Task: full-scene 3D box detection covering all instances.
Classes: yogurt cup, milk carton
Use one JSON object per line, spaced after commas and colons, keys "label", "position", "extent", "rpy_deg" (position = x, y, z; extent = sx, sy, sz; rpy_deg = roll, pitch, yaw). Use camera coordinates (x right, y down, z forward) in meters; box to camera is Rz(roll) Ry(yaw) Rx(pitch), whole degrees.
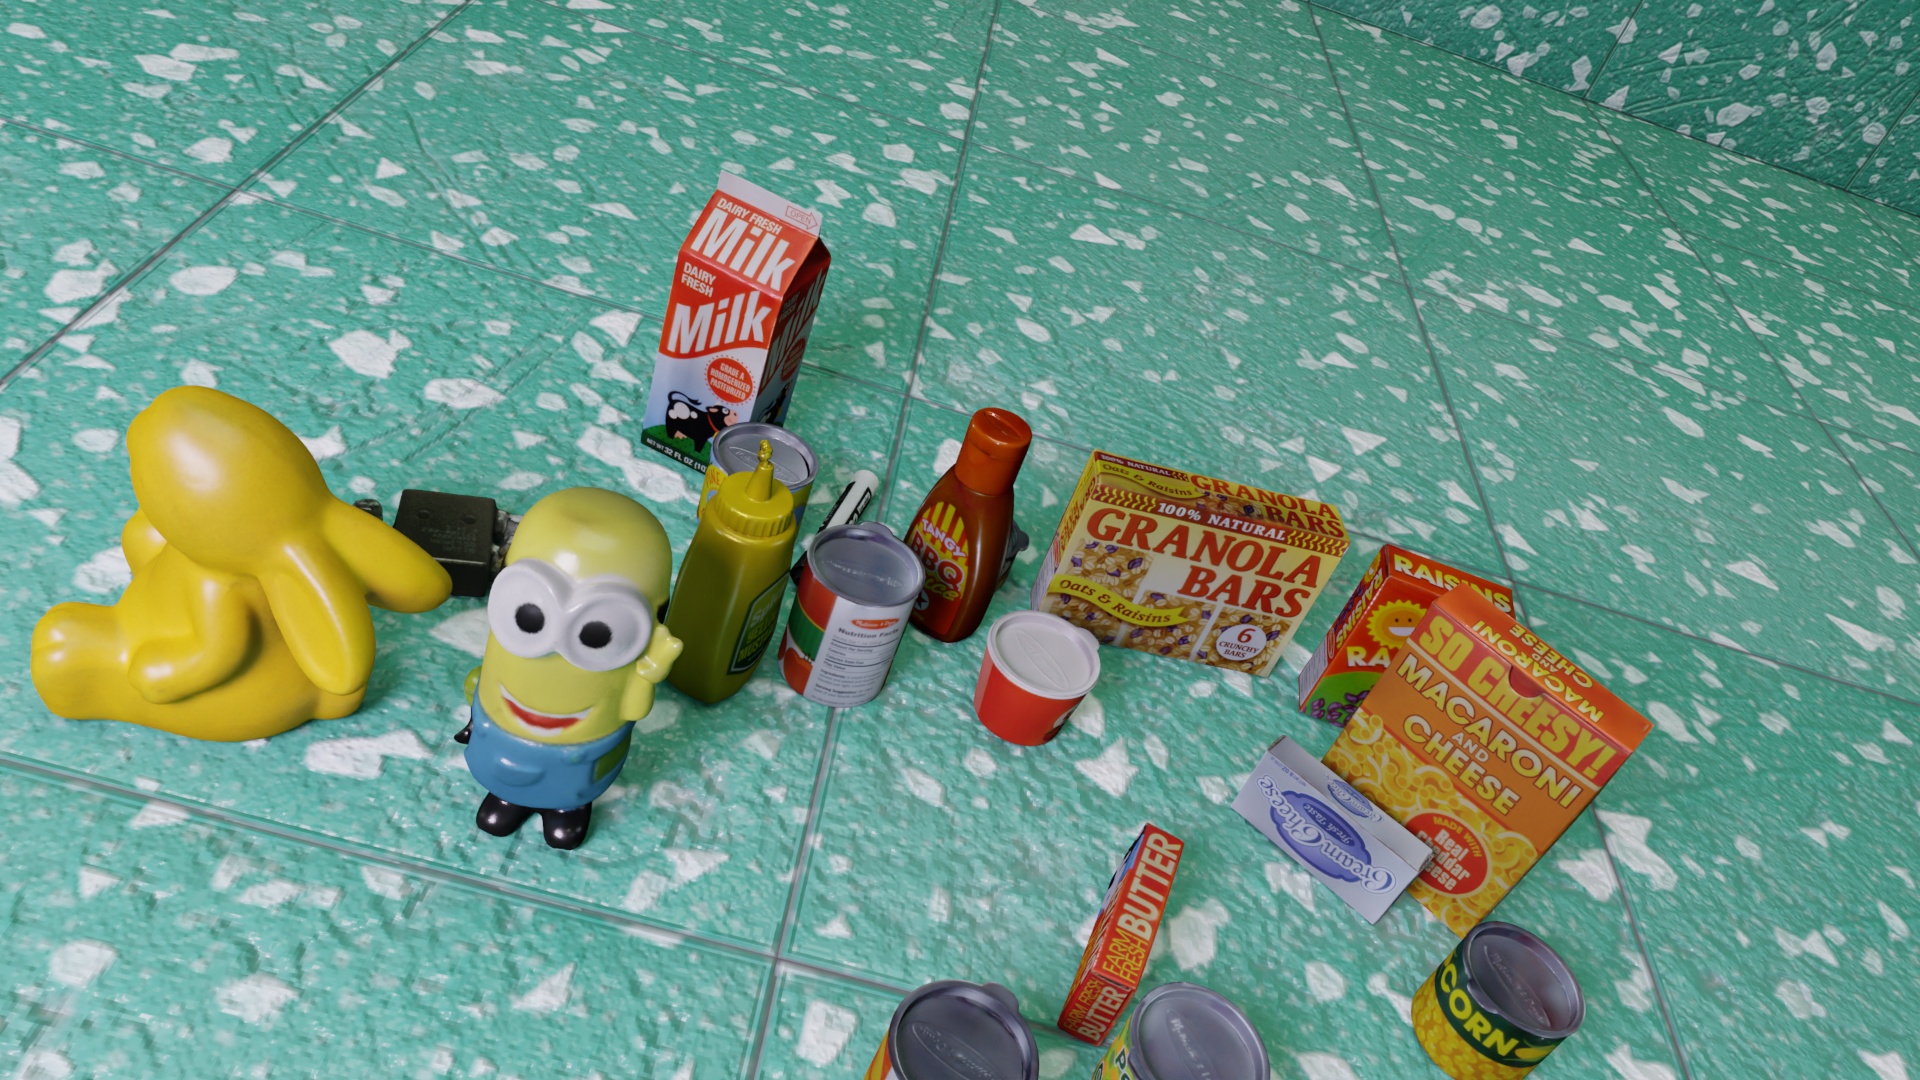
{"label": "yogurt cup", "position": [0.041, 0.082, 0.807], "extent": [0.072, 0.053, 0.073], "rpy_deg": [13, 38, -10]}
{"label": "milk carton", "position": [-0.139, -0.135, 0.876], "extent": [0.072, 0.189, 0.074], "rpy_deg": [26, 37, 6]}

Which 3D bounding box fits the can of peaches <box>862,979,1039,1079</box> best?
{"label": "can of peaches", "position": [-0.005, 0.232, 0.598], "extent": [0.071, 0.057, 0.071], "rpy_deg": [13, 38, -10]}

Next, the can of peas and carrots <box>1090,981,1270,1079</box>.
{"label": "can of peas and carrots", "position": [0.096, 0.246, 0.629], "extent": [0.071, 0.058, 0.071], "rpy_deg": [13, 38, -10]}

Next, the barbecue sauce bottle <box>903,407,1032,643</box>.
{"label": "barbecue sauce bottle", "position": [0.003, -0.010, 0.825], "extent": [0.065, 0.147, 0.044], "rpy_deg": [40, 41, 23]}

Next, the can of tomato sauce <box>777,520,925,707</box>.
{"label": "can of tomato sauce", "position": [-0.063, 0.042, 0.783], "extent": [0.071, 0.082, 0.071], "rpy_deg": [13, 38, -10]}

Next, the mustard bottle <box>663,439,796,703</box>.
{"label": "mustard bottle", "position": [-0.117, 0.014, 0.728], "extent": [0.049, 0.159, 0.066], "rpy_deg": [29, 38, 10]}

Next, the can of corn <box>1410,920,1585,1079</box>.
{"label": "can of corn", "position": [0.275, 0.242, 0.719], "extent": [0.071, 0.058, 0.071], "rpy_deg": [13, 38, -10]}

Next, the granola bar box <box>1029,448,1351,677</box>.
{"label": "granola bar box", "position": [0.141, 0.017, 0.877], "extent": [0.166, 0.123, 0.039], "rpy_deg": [12, 38, -11]}

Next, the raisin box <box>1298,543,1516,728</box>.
{"label": "raisin box", "position": [0.280, 0.070, 0.879], "extent": [0.086, 0.122, 0.040], "rpy_deg": [21, 37, 0]}

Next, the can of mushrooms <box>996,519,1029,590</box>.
{"label": "can of mushrooms", "position": [0.006, 0.003, 0.904], "extent": [0.071, 0.033, 0.071], "rpy_deg": [13, 38, -10]}

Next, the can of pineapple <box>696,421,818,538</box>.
{"label": "can of pineapple", "position": [-0.128, -0.031, 0.862], "extent": [0.071, 0.057, 0.071], "rpy_deg": [13, 38, -10]}

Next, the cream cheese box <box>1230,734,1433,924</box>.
{"label": "cream cheese box", "position": [0.209, 0.164, 0.788], "extent": [0.104, 0.053, 0.024], "rpy_deg": [39, 40, 22]}

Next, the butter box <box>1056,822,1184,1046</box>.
{"label": "butter box", "position": [0.081, 0.194, 0.690], "extent": [0.024, 0.052, 0.104], "rpy_deg": [26, 38, 6]}

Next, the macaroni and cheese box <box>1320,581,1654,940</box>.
{"label": "macaroni and cheese box", "position": [0.281, 0.125, 0.777], "extent": [0.124, 0.165, 0.040], "rpy_deg": [42, 42, 25]}
